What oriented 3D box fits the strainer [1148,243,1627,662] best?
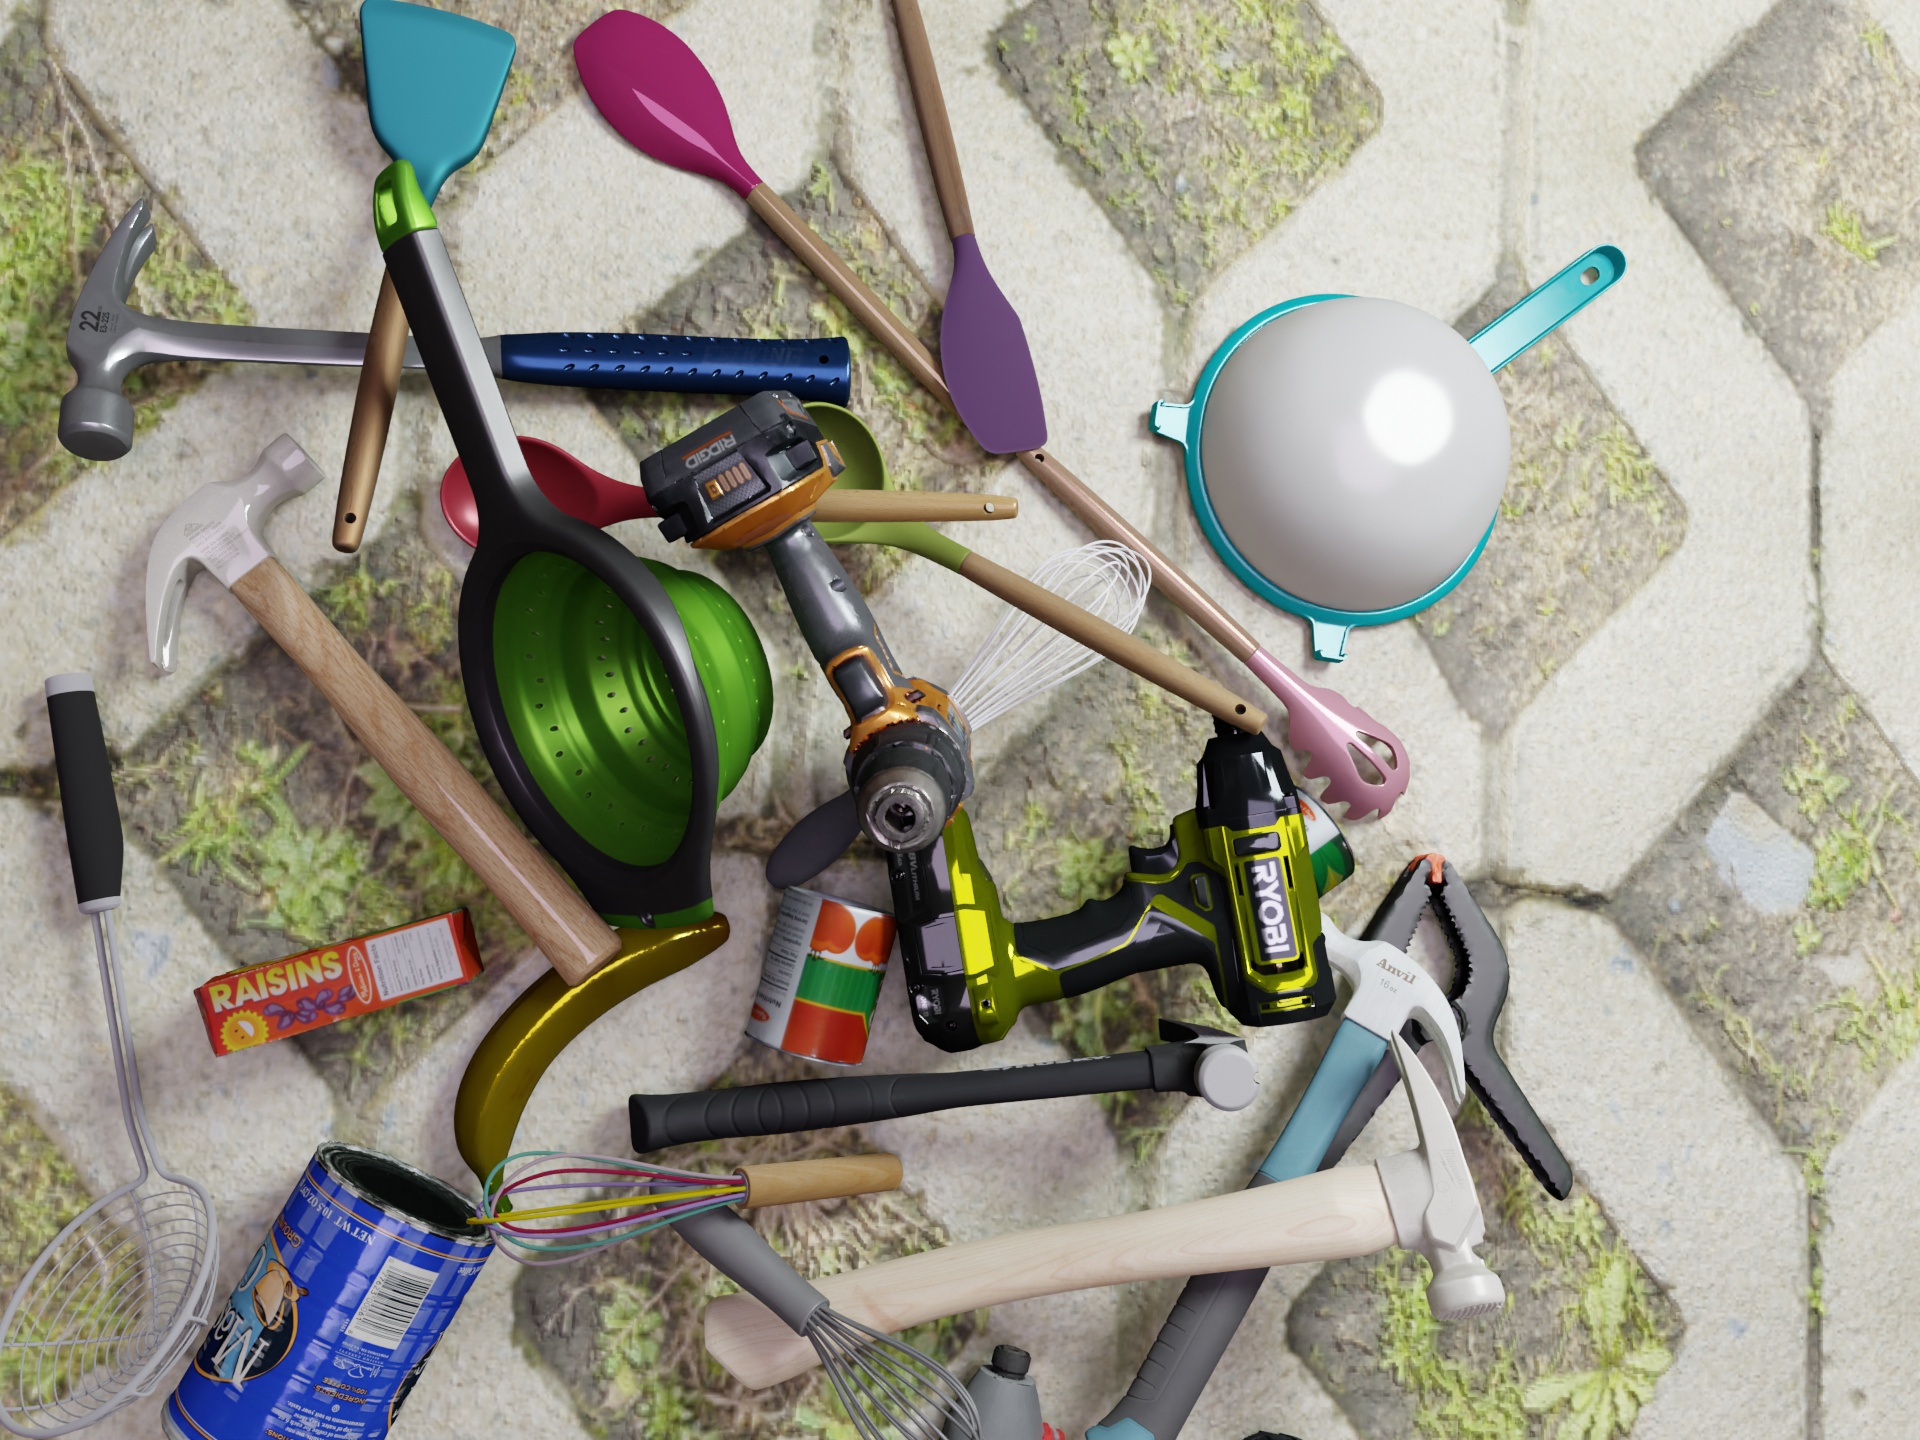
[{"bbox_3d":[0.298,-0.203,0.962,0.340,0.095,0.211,-37,92,-11],"label":"strainer"}]

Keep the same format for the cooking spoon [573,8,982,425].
[{"bbox_3d":[-0.102,-0.291,0.931,0.319,0.017,0.069,46,75,-4],"label":"cooking spoon"}]

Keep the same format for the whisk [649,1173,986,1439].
[{"bbox_3d":[-0.078,0.307,0.814,0.239,0.055,0.055,32,77,27],"label":"whisk"}]

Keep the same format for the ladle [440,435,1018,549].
[{"bbox_3d":[-0.126,-0.118,0.862,0.315,0.031,0.069,2,104,7],"label":"ladle"}]

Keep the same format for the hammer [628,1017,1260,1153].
[{"bbox_3d":[-0.015,0.201,0.863,0.335,0.146,0.035,-6,85,0],"label":"hammer"}]

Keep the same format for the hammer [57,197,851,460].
[{"bbox_3d":[-0.263,-0.206,0.872,0.405,0.035,0.144,-1,68,-15],"label":"hammer"}]

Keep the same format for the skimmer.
[{"bbox_3d":[-0.439,0.153,0.785,0.127,0.090,0.363,-13,84,19],"label":"skimmer"}]

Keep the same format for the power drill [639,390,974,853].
[{"bbox_3d":[-0.064,-0.043,0.772,0.084,0.185,0.226,-28,100,7],"label":"power drill"}]

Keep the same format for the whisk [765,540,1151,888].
[{"bbox_3d":[-0.001,-0.002,0.906,0.284,0.070,0.070,-42,93,-8],"label":"whisk"}]

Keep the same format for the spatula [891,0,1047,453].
[{"bbox_3d":[-0.006,-0.310,0.947,0.059,0.018,0.316,-10,84,-23],"label":"spatula"}]

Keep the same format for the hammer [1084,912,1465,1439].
[{"bbox_3d":[0.167,0.267,0.873,0.128,0.033,0.331,28,71,21],"label":"hammer"}]

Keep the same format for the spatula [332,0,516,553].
[{"bbox_3d":[-0.296,-0.235,0.832,0.082,0.044,0.318,9,67,-17],"label":"spatula"}]

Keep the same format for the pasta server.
[{"bbox_3d":[0.152,-0.057,0.956,0.316,0.040,0.060,42,78,-1],"label":"pasta server"}]

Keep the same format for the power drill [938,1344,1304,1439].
[{"bbox_3d":[0.089,0.432,0.872,0.219,0.078,0.143,14,82,-7],"label":"power drill"}]

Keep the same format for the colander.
[{"bbox_3d":[-0.191,-0.092,0.819,0.094,0.204,0.397,-27,102,-43],"label":"colander"}]

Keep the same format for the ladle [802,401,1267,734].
[{"bbox_3d":[0.024,-0.078,0.868,0.320,0.062,0.078,30,79,14],"label":"ladle"}]

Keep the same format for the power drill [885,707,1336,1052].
[{"bbox_3d":[0.079,0.090,0.868,0.223,0.080,0.171,-10,85,5],"label":"power drill"}]

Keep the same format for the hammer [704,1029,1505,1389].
[{"bbox_3d":[0.064,0.276,0.848,0.410,0.038,0.146,-13,60,4],"label":"hammer"}]

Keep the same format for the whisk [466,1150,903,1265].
[{"bbox_3d":[-0.135,0.242,0.821,0.244,0.047,0.051,6,44,-37],"label":"whisk"}]

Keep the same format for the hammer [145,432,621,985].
[{"bbox_3d":[-0.301,0.008,0.839,0.130,0.031,0.331,-41,86,-10],"label":"hammer"}]
